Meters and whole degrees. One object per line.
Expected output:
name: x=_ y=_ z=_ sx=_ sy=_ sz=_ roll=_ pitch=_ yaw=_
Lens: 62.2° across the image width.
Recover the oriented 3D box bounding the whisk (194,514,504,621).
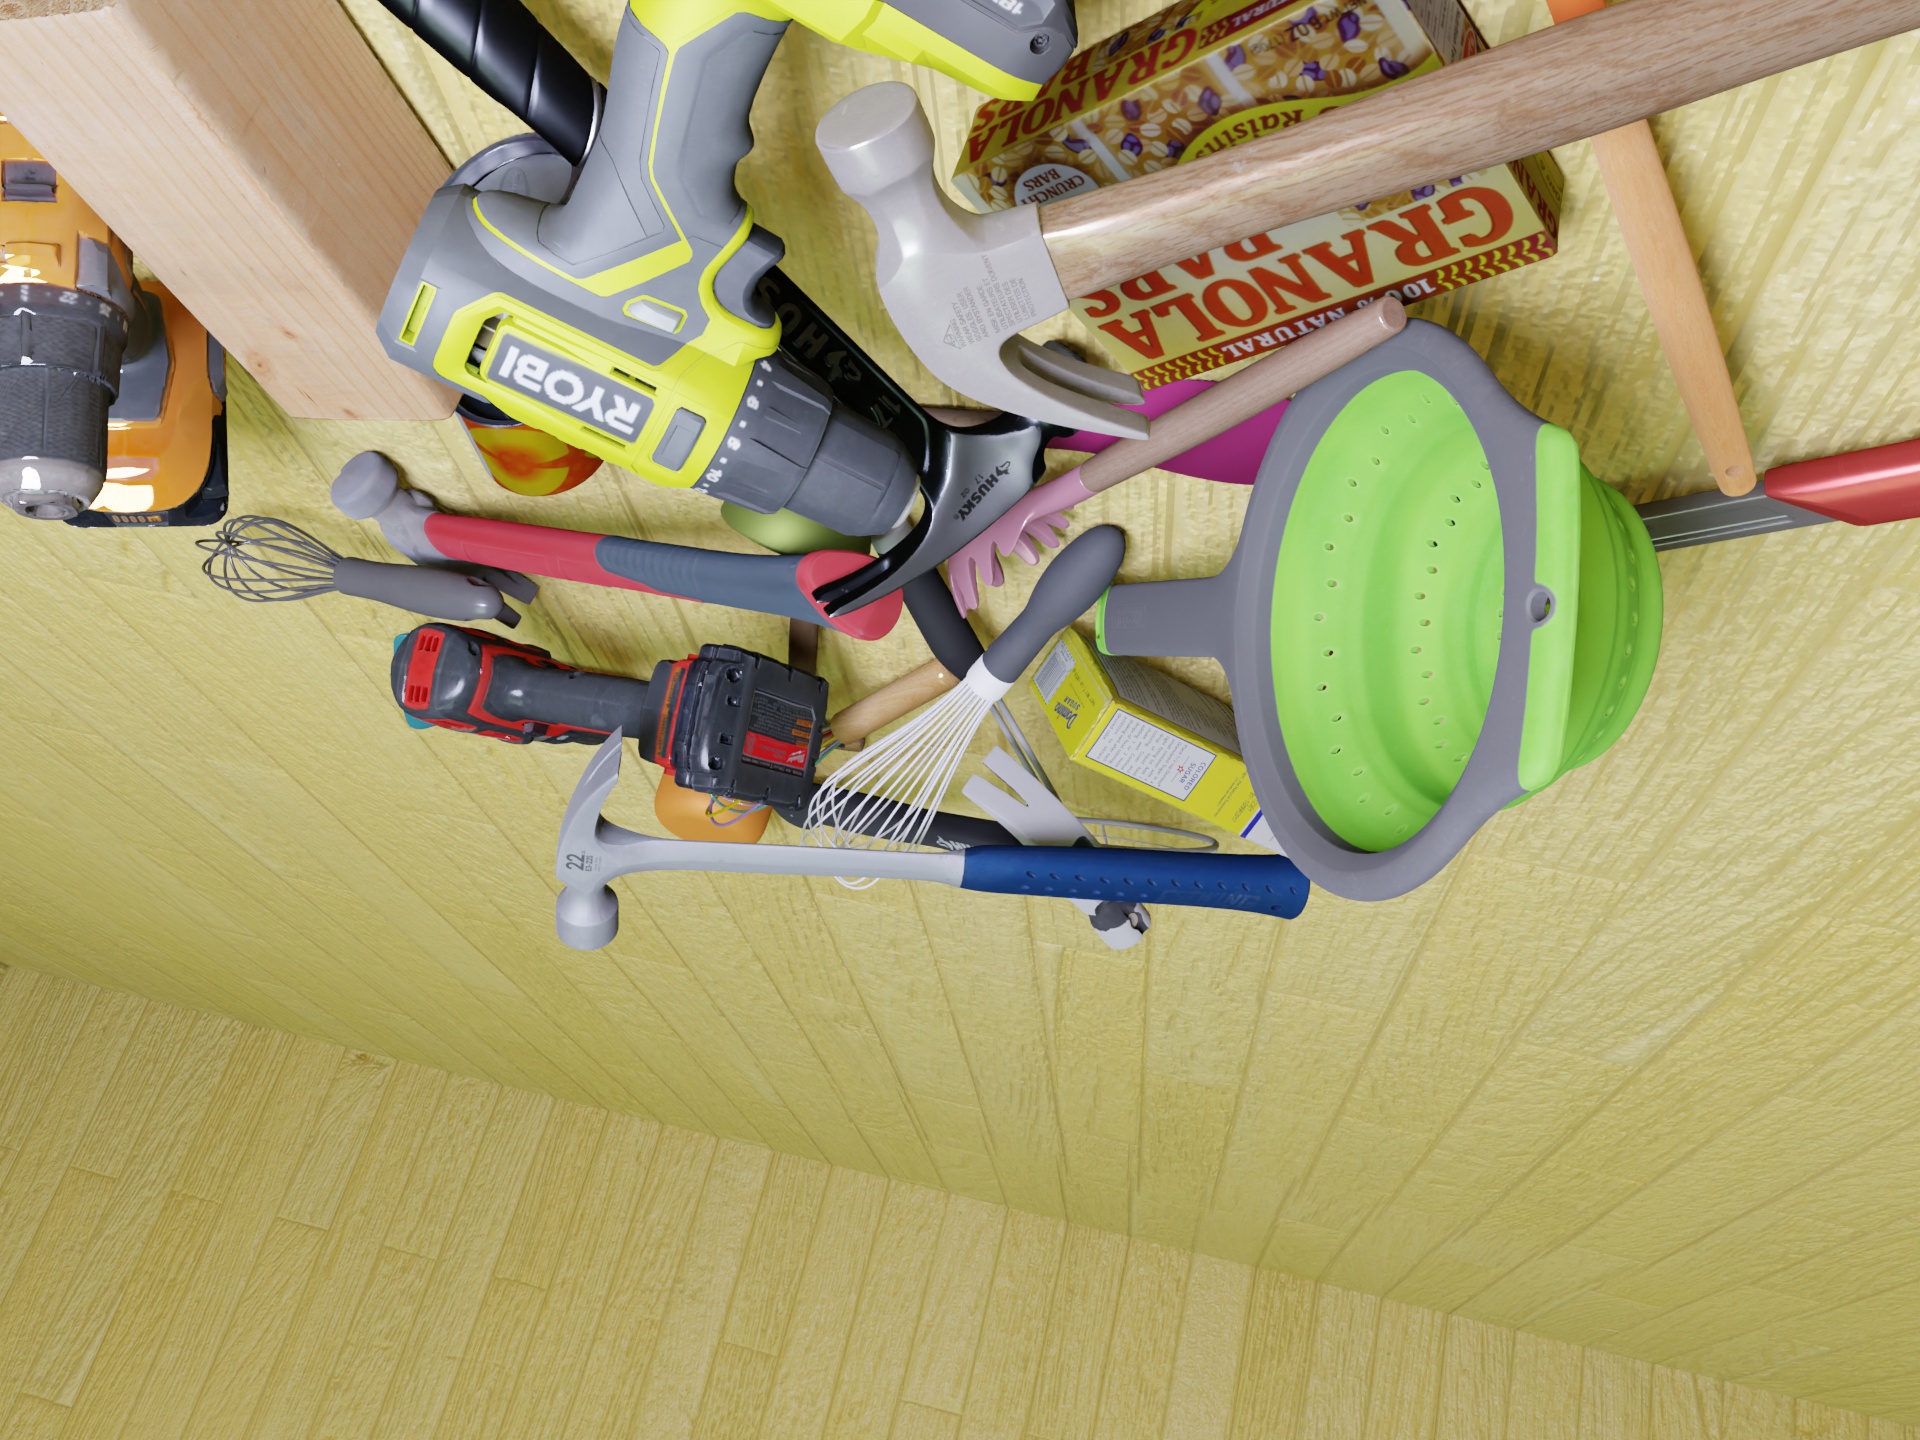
whisk: x=-0.357 y=-0.085 z=0.925 sx=0.239 sy=0.055 sz=0.055 roll=11 pitch=156 yaw=28

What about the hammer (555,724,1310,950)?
hammer: x=-0.009 y=0.075 z=0.852 sx=0.405 sy=0.035 sz=0.144 roll=4 pitch=134 yaw=-10

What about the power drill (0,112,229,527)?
power drill: x=-0.378 y=-0.151 z=0.696 sx=0.084 sy=0.185 sz=0.226 roll=-3 pitch=167 yaw=-17

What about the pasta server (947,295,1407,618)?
pasta server: x=0.075 y=-0.104 z=0.665 sx=0.040 sy=0.060 sz=0.316 roll=56 pitch=152 yaw=-8

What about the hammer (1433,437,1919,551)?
hammer: x=0.351 y=-0.095 z=0.584 sx=0.359 sy=0.037 sz=0.149 roll=-8 pitch=146 yaw=41

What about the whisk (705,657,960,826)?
whisk: x=-0.088 y=0.010 z=1.013 sx=0.245 sy=0.051 sz=0.047 roll=-28 pitch=172 yaw=39

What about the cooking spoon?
cooking spoon: x=0.006 y=-0.132 z=0.722 sx=0.319 sy=0.017 sz=0.068 roll=6 pitch=153 yaw=17

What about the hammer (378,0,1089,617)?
hammer: x=-0.123 y=-0.197 z=0.576 sx=0.408 sy=0.149 sz=0.036 roll=40 pitch=-176 yaw=-30

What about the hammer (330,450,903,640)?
hammer: x=-0.171 y=-0.074 z=0.825 sx=0.386 sy=0.038 sz=0.143 roll=12 pitch=159 yaw=39

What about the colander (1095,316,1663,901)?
colander: x=0.160 y=-0.041 z=0.655 sx=0.094 sy=0.204 sz=0.397 roll=2 pitch=-178 yaw=-15

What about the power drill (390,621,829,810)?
power drill: x=-0.193 y=-0.004 z=0.939 sx=0.227 sy=0.080 sz=0.187 roll=8 pitch=175 yaw=23

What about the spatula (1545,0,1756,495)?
spatula: x=0.198 y=-0.174 z=0.477 sx=0.081 sy=0.041 sz=0.322 roll=-20 pitch=133 yaw=26

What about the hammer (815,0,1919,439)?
hammer: x=0.135 y=-0.164 z=0.445 sx=0.331 sy=0.031 sz=0.129 roll=-14 pitch=138 yaw=15

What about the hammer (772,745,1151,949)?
hammer: x=-0.030 y=0.065 z=1.034 sx=0.335 sy=0.035 sz=0.146 roll=7 pitch=143 yaw=53

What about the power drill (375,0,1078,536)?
power drill: x=-0.061 y=-0.168 z=0.513 sx=0.190 sy=0.080 sz=0.228 roll=23 pitch=128 yaw=-20

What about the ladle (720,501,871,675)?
ladle: x=-0.094 y=-0.051 z=0.903 sx=0.078 sy=0.062 sz=0.320 roll=25 pitch=158 yaw=3

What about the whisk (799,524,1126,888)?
whisk: x=-0.002 y=-0.003 z=0.849 sx=0.070 sy=0.070 sz=0.284 roll=26 pitch=127 yaw=-21

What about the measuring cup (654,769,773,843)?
measuring cup: x=-0.204 y=0.043 z=1.156 sx=0.095 sy=0.052 sz=0.173 roll=-1 pitch=152 yaw=32

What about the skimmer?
skimmer: x=0.049 y=-0.007 z=0.941 sx=0.127 sy=0.090 sz=0.362 roll=9 pitch=145 yaw=38

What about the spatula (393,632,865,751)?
spatula: x=-0.221 y=-0.008 z=1.074 sx=0.317 sy=0.044 sz=0.082 roll=11 pitch=128 yaw=6
